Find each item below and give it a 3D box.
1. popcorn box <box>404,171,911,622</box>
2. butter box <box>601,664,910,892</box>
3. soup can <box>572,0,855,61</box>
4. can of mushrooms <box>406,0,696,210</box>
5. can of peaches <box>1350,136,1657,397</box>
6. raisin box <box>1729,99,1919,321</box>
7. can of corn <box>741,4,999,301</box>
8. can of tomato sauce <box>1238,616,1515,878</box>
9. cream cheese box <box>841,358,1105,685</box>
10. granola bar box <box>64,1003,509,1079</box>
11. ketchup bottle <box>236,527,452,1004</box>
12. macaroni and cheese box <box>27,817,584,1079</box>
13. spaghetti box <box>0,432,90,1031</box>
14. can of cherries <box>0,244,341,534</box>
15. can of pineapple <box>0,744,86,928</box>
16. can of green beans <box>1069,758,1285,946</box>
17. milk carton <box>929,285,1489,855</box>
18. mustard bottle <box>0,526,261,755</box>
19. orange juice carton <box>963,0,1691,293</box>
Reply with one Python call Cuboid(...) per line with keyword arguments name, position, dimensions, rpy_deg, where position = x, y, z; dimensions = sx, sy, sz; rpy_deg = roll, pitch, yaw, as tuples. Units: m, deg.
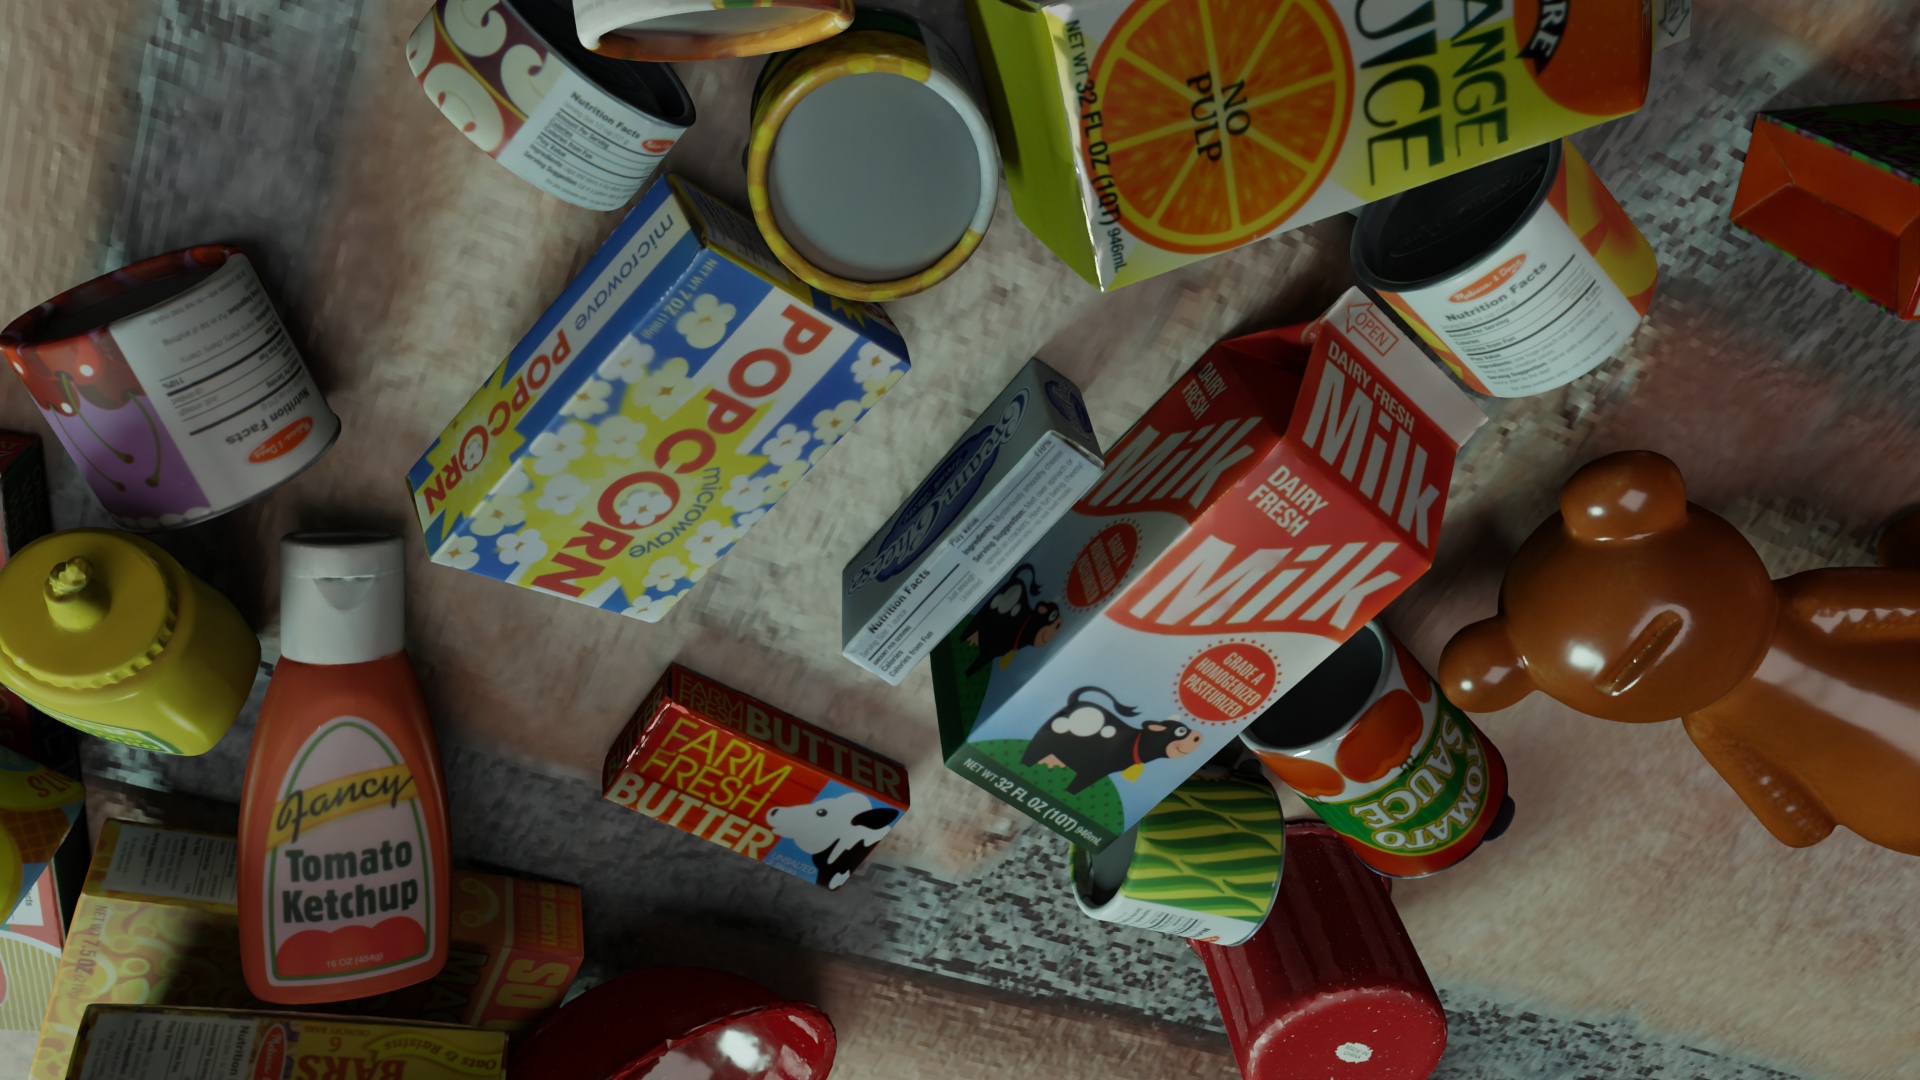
Cuboid(name="popcorn box", position=(-0.088, -0.036, 0.409), dimensions=(0.126, 0.038, 0.085), rpy_deg=(-43, 144, 18))
Cuboid(name="butter box", position=(-0.075, 0.090, 0.514), dimensions=(0.103, 0.024, 0.053), rpy_deg=(29, 115, -22))
Cuboid(name="soup can", position=(-0.060, -0.160, 0.323), dimensions=(0.071, 0.071, 0.083), rpy_deg=(-7, 100, -3))
Cuboid(name="can of mushrooms", position=(-0.105, -0.120, 0.358), dimensions=(0.071, 0.071, 0.033), rpy_deg=(36, 112, -25))
Cuboid(name="can of peaches", position=(0.160, -0.086, 0.410), dimensions=(0.058, 0.071, 0.071), rpy_deg=(35, 112, -29))
Cuboid(name="raisin box", position=(0.312, -0.101, 0.408), dimensions=(0.123, 0.086, 0.040), rpy_deg=(-6, 121, -4))
Cuboid(name="can of corn", position=(-0.027, -0.105, 0.380), dimensions=(0.071, 0.058, 0.070), rpy_deg=(-3, 122, -5))
Cuboid(name="can of tomato sauce", position=(0.150, 0.074, 0.505), dimensions=(0.071, 0.071, 0.083), rpy_deg=(-38, 118, 16))
Cuboid(name="cream cheese box", position=(0.002, -0.006, 0.448), dimensions=(0.024, 0.053, 0.103), rpy_deg=(34, 112, -22))
Cuboid(name="granola bar box", position=(-0.239, 0.213, 0.479), dimensions=(0.124, 0.039, 0.164), rpy_deg=(13, 135, -24))
Cuboid(name="ketchup bottle", position=(-0.199, 0.071, 0.450), dimensions=(0.065, 0.043, 0.148), rpy_deg=(-2, 100, -26))
Cuboid(name="macaroni and cheese box", position=(-0.243, 0.172, 0.520), dimensions=(0.166, 0.040, 0.123), rpy_deg=(16, 116, -27))
Cuboid(name="spaghetti box", position=(-0.331, 0.073, 0.470), dimensions=(0.050, 0.029, 0.248), rpy_deg=(8, 120, -12))
Cuboid(name="can of cherries", position=(-0.222, -0.044, 0.390), dimensions=(0.071, 0.072, 0.058), rpy_deg=(-15, 122, 2))
Cuboid(name="can of pineapple", position=(-0.314, 0.089, 0.425), dimensions=(0.071, 0.071, 0.058), rpy_deg=(-41, 120, 18))
Cuboid(name="can of green beans", position=(0.080, 0.114, 0.524), dimensions=(0.058, 0.071, 0.071), rpy_deg=(15, 119, -15))
Cuboid(name="milk carton", position=(0.078, 0.007, 0.453), dimensions=(0.072, 0.074, 0.190), rpy_deg=(36, 111, -25))
Cuboid(name="mustard bottle", position=(-0.238, 0.027, 0.389), dimensions=(0.065, 0.049, 0.159), rpy_deg=(23, 159, -15))
Cuboid(name="orange juice carton", position=(0.105, -0.136, 0.360), dimensions=(0.193, 0.073, 0.071), rpy_deg=(-20, 121, -5))
